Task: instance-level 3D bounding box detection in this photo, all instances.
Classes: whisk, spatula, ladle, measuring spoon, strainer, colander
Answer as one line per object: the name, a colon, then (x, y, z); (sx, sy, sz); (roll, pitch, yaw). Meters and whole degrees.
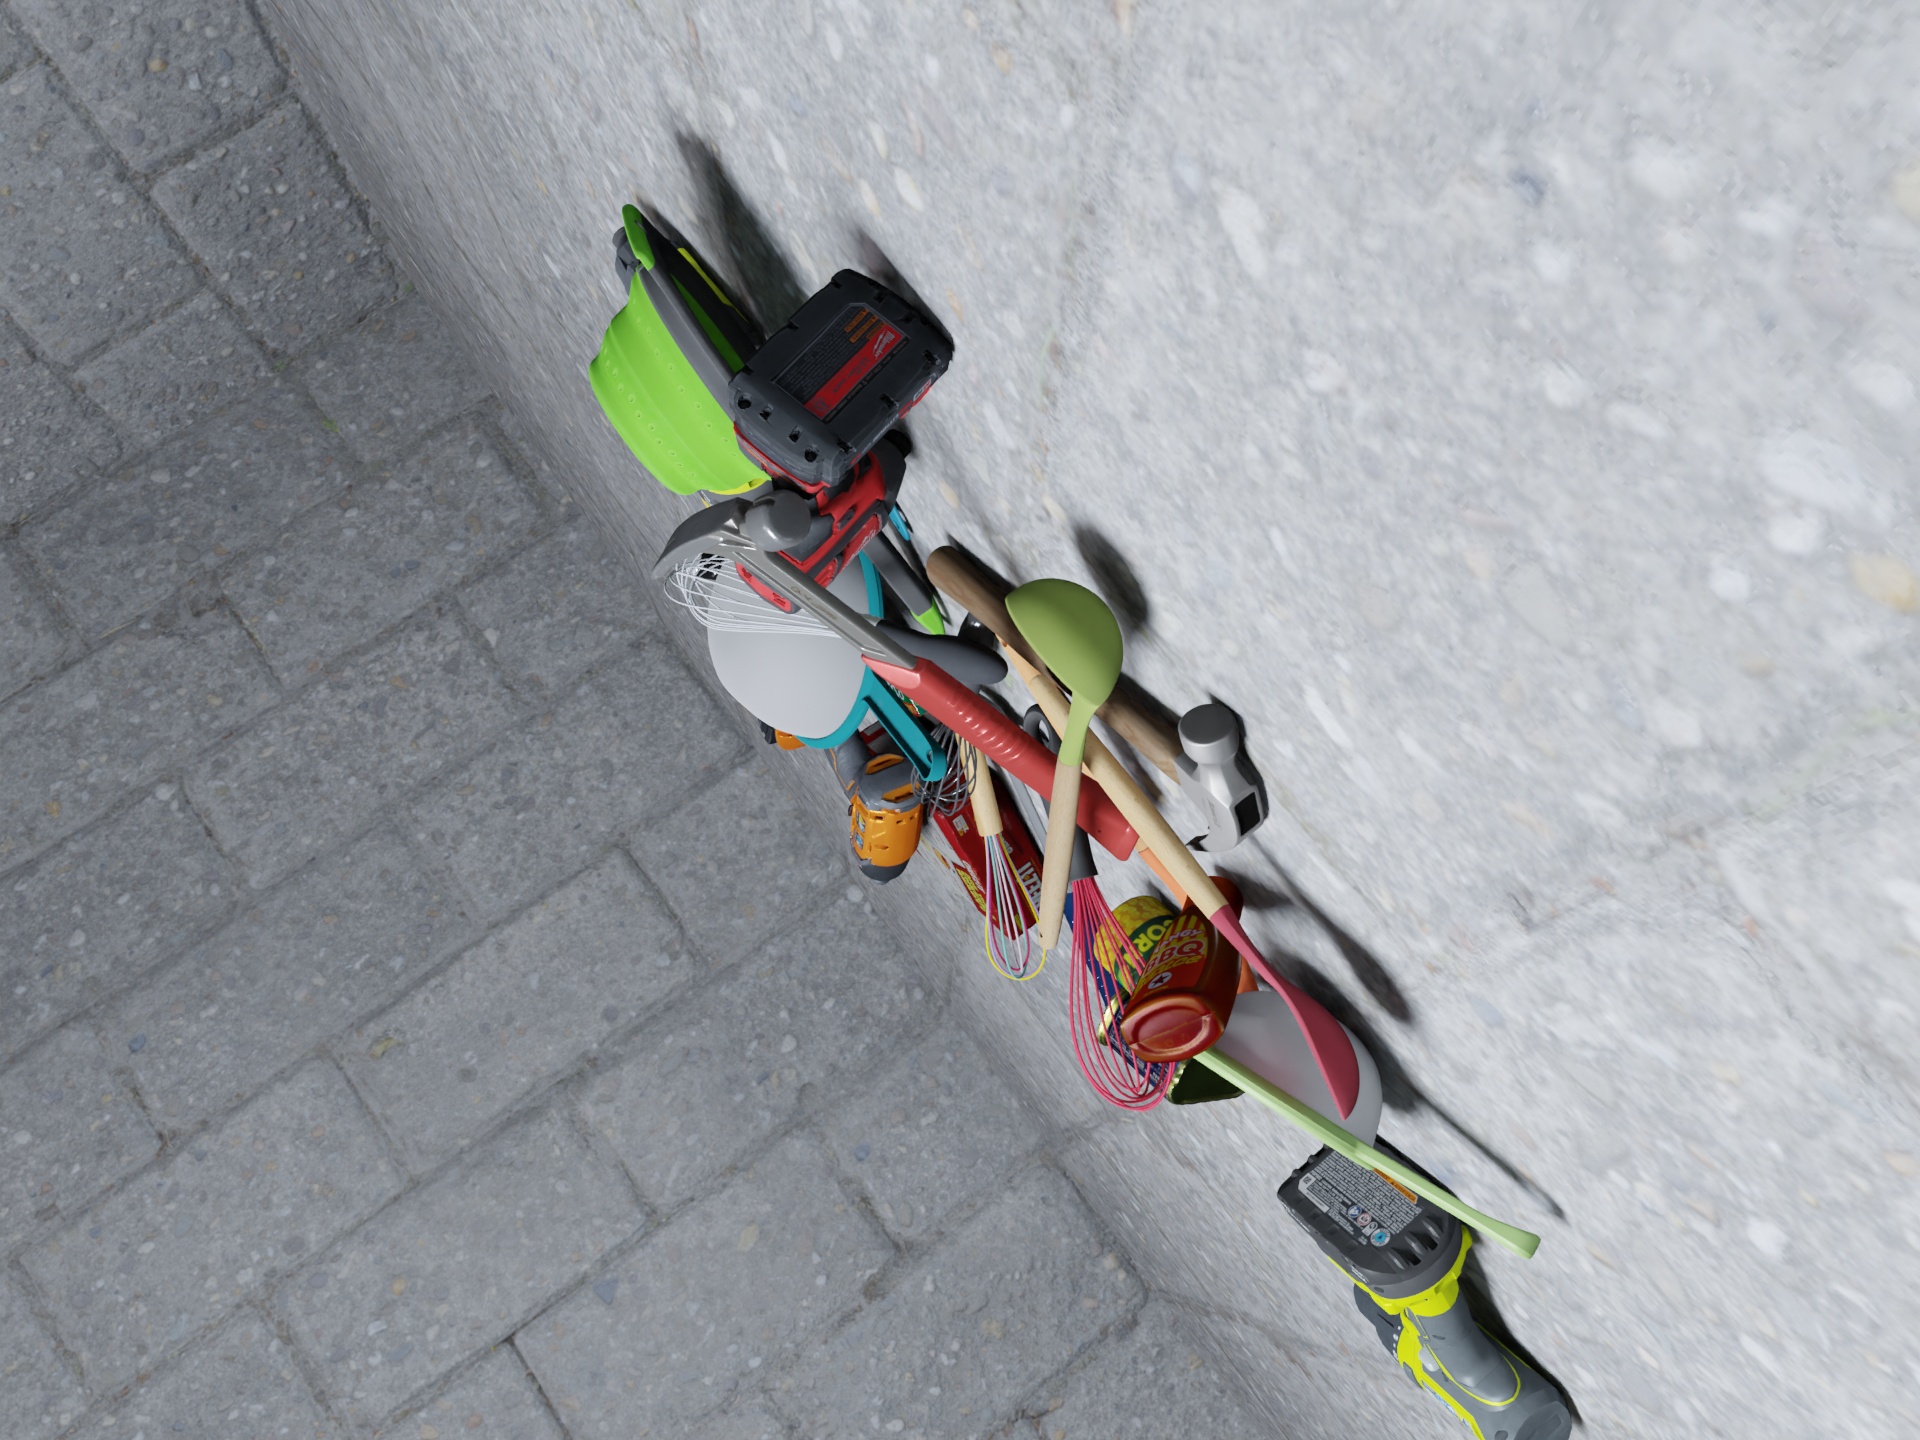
whisk: (0.028, 0.120, 1.406); (0.047, 0.051, 0.245); (-3, 107, 38)
whisk: (-0.092, -0.074, 1.153); (0.285, 0.070, 0.070); (18, 152, 22)
whisk: (0.092, 0.130, 1.125); (0.073, 0.073, 0.296); (140, 116, -78)
spatula: (0.110, 0.071, 1.091); (0.322, 0.041, 0.081); (57, 145, -1)
ladle: (0.052, 0.043, 0.947); (0.319, 0.062, 0.078); (93, 157, -47)
measuring spoon: (-0.078, -0.183, 1.164); (0.128, 0.021, 0.042); (59, 168, -9)
strainer: (-0.124, -0.048, 1.275); (0.341, 0.095, 0.211); (48, 130, 47)
colander: (-0.144, -0.172, 1.135); (0.396, 0.094, 0.205); (51, -171, -37)
ladle: (0.134, 0.092, 0.926); (0.316, 0.031, 0.069); (53, 179, 22)
strainer: (0.241, 0.226, 0.954); (0.257, 0.069, 0.151); (26, 172, 44)
whisk: (-0.003, -0.003, 1.203); (0.055, 0.055, 0.238); (49, 149, 26)

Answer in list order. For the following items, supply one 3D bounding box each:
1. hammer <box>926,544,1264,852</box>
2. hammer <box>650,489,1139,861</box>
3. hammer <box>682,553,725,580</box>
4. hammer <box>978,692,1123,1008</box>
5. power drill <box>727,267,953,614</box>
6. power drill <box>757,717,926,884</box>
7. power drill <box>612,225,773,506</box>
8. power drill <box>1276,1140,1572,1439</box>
hammer: (0.073, -0.026, 0.989); (0.332, 0.031, 0.129); (43, 163, 46)
hammer: (-0.020, -0.016, 0.984); (0.358, 0.037, 0.149); (37, 155, -27)
hammer: (-0.137, -0.107, 1.506); (0.127, 0.034, 0.337); (12, -171, -37)
hammer: (0.084, 0.130, 1.372); (0.144, 0.035, 0.405); (41, 162, 49)
power drill: (-0.073, -0.161, 0.952); (0.078, 0.143, 0.219); (39, 161, 7)
power drill: (-0.109, 0.042, 1.486); (0.227, 0.084, 0.164); (54, 153, 30)
power drill: (-0.216, -0.288, 1.305); (0.171, 0.080, 0.223); (50, 164, 22)
power drill: (0.314, 0.398, 1.117); (0.228, 0.080, 0.191); (57, 168, -25)
